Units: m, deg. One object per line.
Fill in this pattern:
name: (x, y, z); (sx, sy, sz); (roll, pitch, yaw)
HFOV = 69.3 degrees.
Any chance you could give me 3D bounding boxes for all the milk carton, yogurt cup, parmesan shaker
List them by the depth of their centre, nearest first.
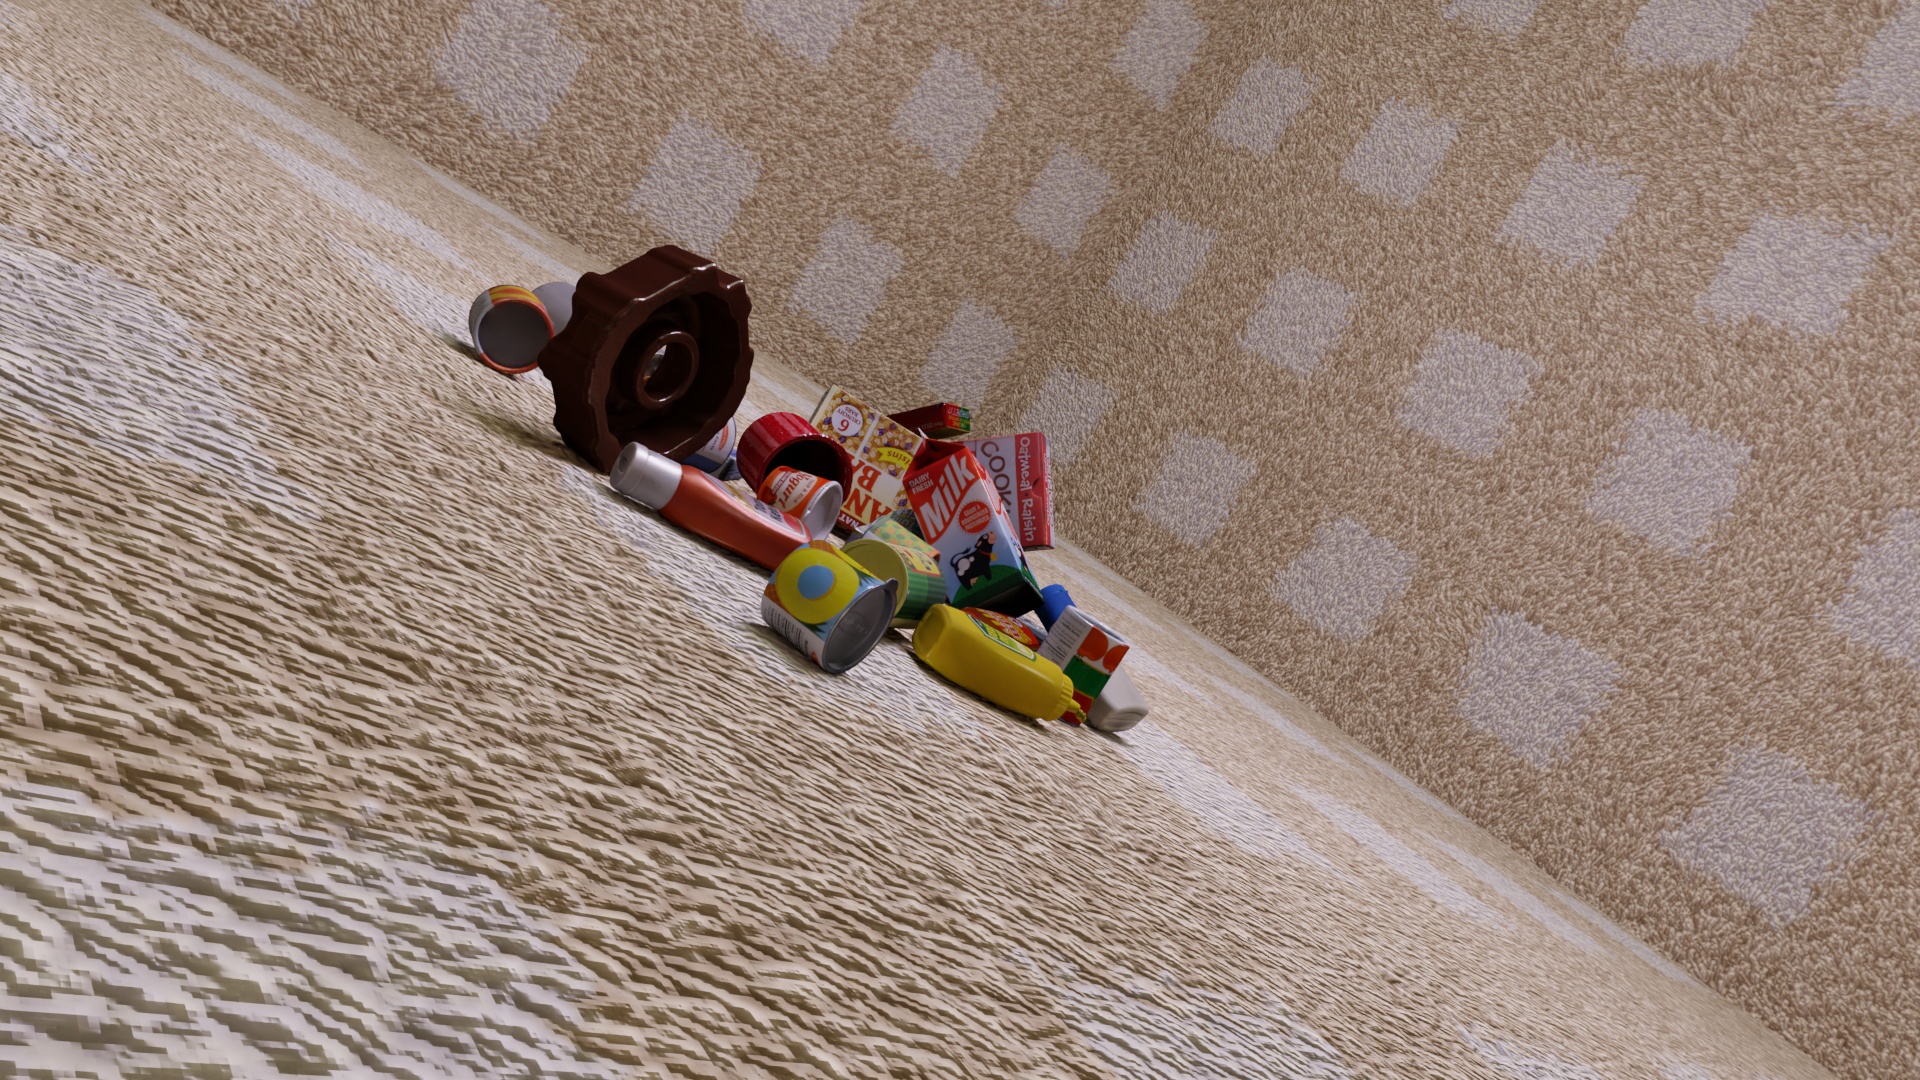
parmesan shaker: (-0.058, 0.034, 1.074); (0.071, 0.071, 0.103); (34, 5, 16)
yogurt cup: (-0.141, -0.029, 1.195); (0.054, 0.072, 0.072); (25, 3, 16)
milk carton: (0.005, -0.016, 1.301); (0.191, 0.073, 0.072); (68, 9, 26)

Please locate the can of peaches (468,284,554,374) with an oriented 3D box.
can of peaches: (-0.375, -0.177, 1.168); (0.071, 0.071, 0.058); (30, 6, -28)

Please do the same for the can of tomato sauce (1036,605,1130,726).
can of tomato sauce: (0.099, 0.108, 1.198); (0.071, 0.083, 0.071); (32, 5, -3)

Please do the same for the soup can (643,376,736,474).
soup can: (-0.249, -0.099, 1.205); (0.071, 0.071, 0.084); (36, 6, 34)

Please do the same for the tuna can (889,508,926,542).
tuna can: (-0.049, 0.000, 1.372); (0.071, 0.033, 0.070); (23, -34, 17)

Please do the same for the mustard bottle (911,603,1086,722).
mustard bottle: (0.038, 0.103, 1.082); (0.160, 0.048, 0.065); (29, 7, -26)

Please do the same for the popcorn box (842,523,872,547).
popcorn box: (-0.063, 0.023, 1.285); (0.085, 0.038, 0.127); (34, 5, 3)

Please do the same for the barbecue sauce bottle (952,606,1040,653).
barbecue sauce bottle: (0.016, 0.082, 1.181); (0.065, 0.043, 0.148); (37, 7, 24)

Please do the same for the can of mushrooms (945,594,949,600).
can of mushrooms: (-0.001, 0.033, 1.420); (0.071, 0.071, 0.033); (36, 6, 33)

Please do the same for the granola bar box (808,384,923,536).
granola bar box: (-0.093, -0.063, 1.425); (0.165, 0.124, 0.039); (31, -16, -14)

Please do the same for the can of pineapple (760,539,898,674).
can of pineapple: (-0.082, 0.040, 0.872); (0.058, 0.071, 0.071); (34, 5, 24)

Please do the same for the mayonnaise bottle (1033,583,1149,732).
mayonnaise bottle: (0.114, 0.106, 1.276); (0.065, 0.041, 0.148); (12, 39, -48)

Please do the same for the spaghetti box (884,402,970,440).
spaghetti box: (-0.107, -0.112, 1.517); (0.249, 0.029, 0.050); (-9, -9, 30)

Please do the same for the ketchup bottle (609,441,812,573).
ketchup bottle: (-0.181, -0.023, 1.009); (0.148, 0.043, 0.065); (28, 7, -32)

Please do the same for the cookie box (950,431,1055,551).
cookie box: (0.014, -0.045, 1.489); (0.167, 0.123, 0.040); (-5, -8, 18)

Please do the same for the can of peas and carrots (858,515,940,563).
can of peas and carrots: (-0.057, 0.021, 1.185); (0.059, 0.071, 0.071); (34, 5, 11)

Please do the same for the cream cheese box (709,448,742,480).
cream cheese box: (-0.235, -0.081, 1.323); (0.053, 0.024, 0.104); (32, 5, 3)
